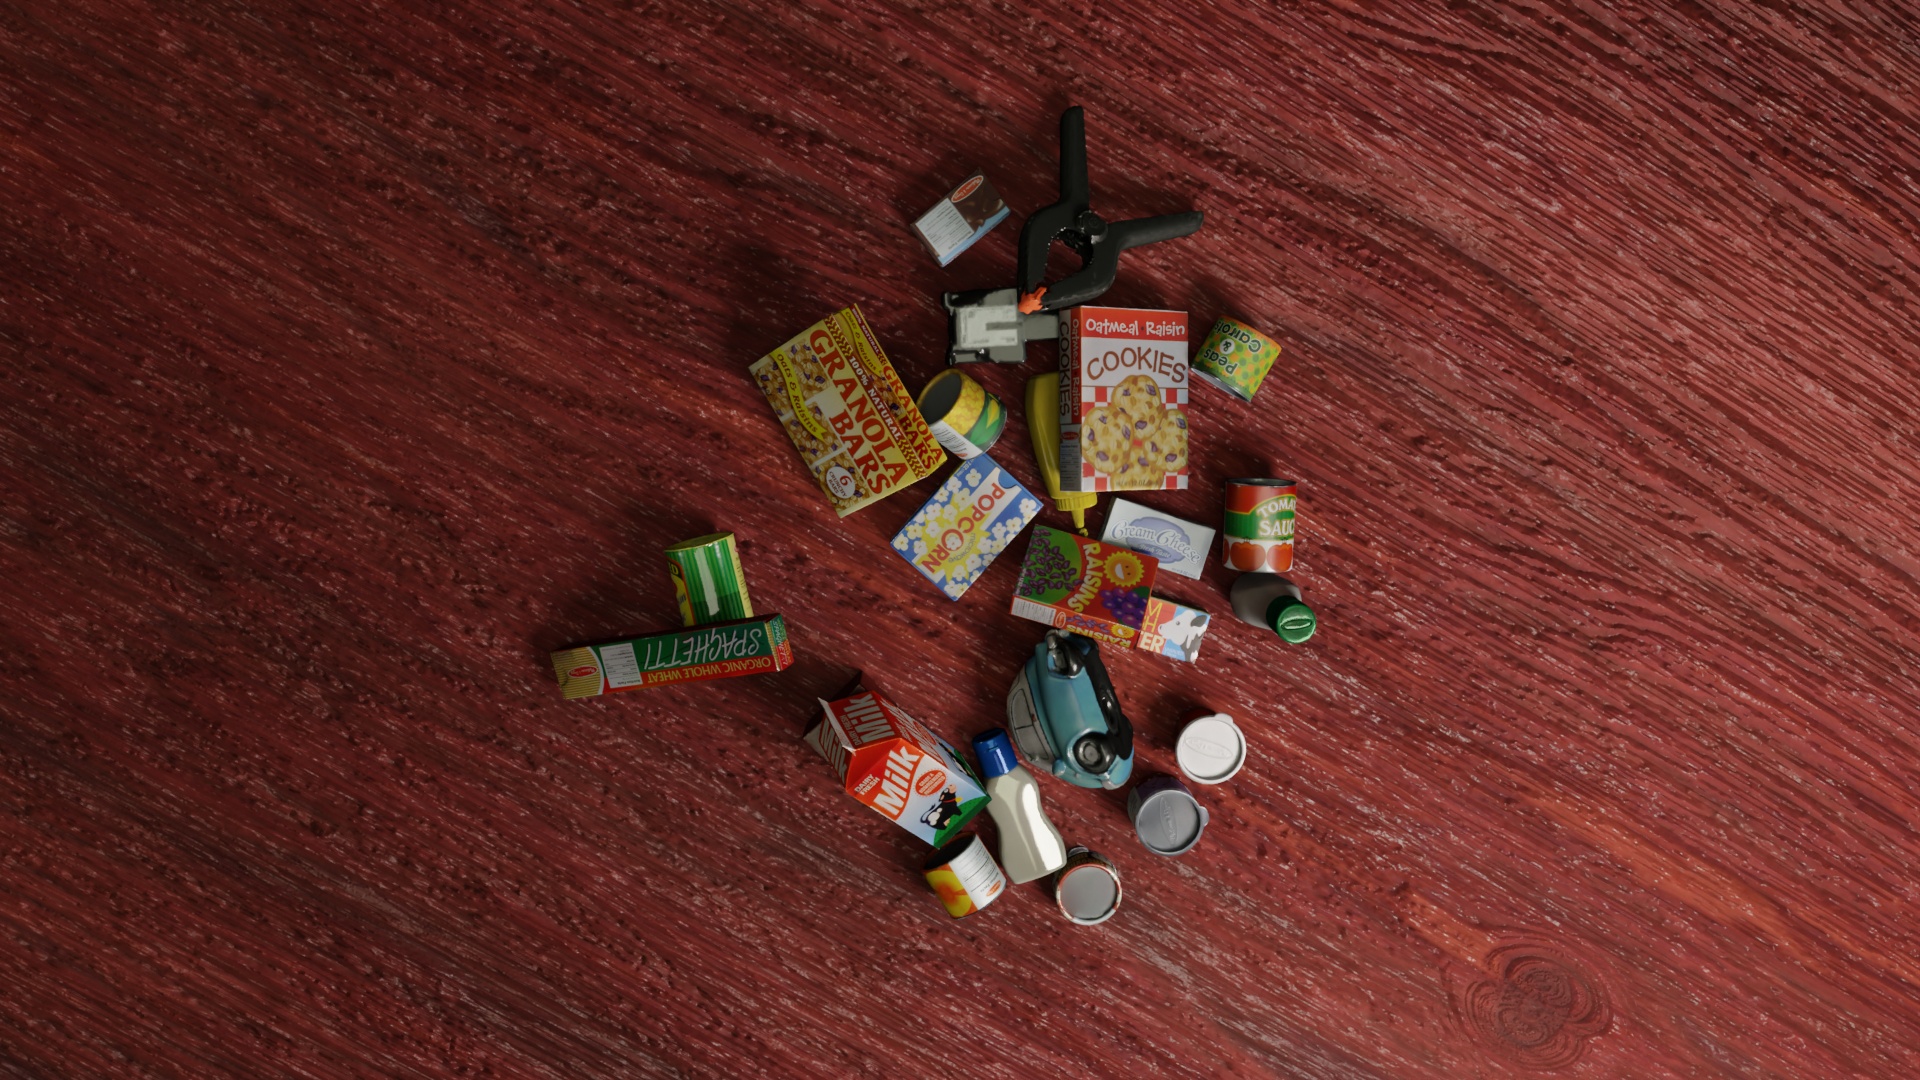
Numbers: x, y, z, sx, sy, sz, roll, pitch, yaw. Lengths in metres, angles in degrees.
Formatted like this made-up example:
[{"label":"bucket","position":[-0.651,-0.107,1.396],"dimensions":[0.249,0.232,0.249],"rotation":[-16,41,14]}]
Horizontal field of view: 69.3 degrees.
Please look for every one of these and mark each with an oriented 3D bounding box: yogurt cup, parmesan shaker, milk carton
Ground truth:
[{"label":"yogurt cup","position":[0.238,0.196,1.349],"dimensions":[0.072,0.054,0.072],"rotation":[0,98,-2]},{"label":"parmesan shaker","position":[-0.233,0.050,1.303],"dimensions":[0.071,0.071,0.103],"rotation":[-13,98,0]},{"label":"milk carton","position":[-0.062,0.206,1.284],"dimensions":[0.073,0.072,0.190],"rotation":[-44,131,5]}]

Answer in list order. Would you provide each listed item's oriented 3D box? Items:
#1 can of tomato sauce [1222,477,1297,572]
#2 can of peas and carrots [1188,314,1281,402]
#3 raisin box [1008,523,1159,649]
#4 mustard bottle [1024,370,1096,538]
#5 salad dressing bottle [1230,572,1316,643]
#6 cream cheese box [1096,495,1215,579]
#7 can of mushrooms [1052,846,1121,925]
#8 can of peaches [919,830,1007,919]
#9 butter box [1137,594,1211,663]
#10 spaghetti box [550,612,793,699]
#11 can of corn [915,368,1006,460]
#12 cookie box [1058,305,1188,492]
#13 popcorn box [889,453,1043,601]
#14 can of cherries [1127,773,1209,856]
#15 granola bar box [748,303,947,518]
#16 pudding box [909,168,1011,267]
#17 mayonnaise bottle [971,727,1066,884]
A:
[{"label":"can of tomato sauce","position":[0.284,-0.015,1.315],"dimensions":[0.071,0.071,0.083],"rotation":[1,98,-2]},{"label":"can of peas and carrots","position":[0.255,-0.170,1.293],"dimensions":[0.071,0.071,0.058],"rotation":[30,95,-6]},{"label":"raisin box","position":[0.116,0.043,1.302],"dimensions":[0.123,0.039,0.086],"rotation":[16,57,5]},{"label":"mustard bottle","position":[0.101,-0.080,1.309],"dimensions":[0.065,0.049,0.160],"rotation":[-10,99,-10]},{"label":"salad dressing bottle","position":[0.291,0.062,1.286],"dimensions":[0.064,0.148,0.044],"rotation":[-6,99,-1]},{"label":"cream cheese box","position":[0.187,-0.003,1.336],"dimensions":[0.104,0.024,0.053],"rotation":[17,95,-5]},{"label":"can of mushrooms","position":[0.125,0.342,1.375],"dimensions":[0.071,0.033,0.071],"rotation":[0,98,-1]},{"label":"can of peaches","position":[0.001,0.325,1.353],"dimensions":[0.071,0.071,0.058],"rotation":[-32,98,2]},{"label":"butter box","position":[0.185,0.080,1.347],"dimensions":[0.103,0.024,0.053],"rotation":[16,96,-5]},{"label":"spaghetti box","position":[-0.268,0.108,1.281],"dimensions":[0.250,0.029,0.050],"rotation":[-9,100,25]},{"label":"can of corn","position":[0.000,-0.119,1.283],"dimensions":[0.058,0.071,0.071],"rotation":[35,96,-35]},{"label":"cookie box","position":[0.150,-0.130,1.279],"dimensions":[0.123,0.040,0.167],"rotation":[-2,93,-30]},{"label":"popcorn box","position":[0.005,-0.017,1.320],"dimensions":[0.085,0.038,0.126],"rotation":[42,95,-6]},{"label":"can of cherries","position":[0.202,0.267,1.356],"dimensions":[0.071,0.058,0.071],"rotation":[0,97,-2]},{"label":"granola bar box","position":[-0.103,-0.117,1.270],"dimensions":[0.124,0.039,0.165],"rotation":[-24,100,40]},{"label":"pudding box","position":[0.000,-0.297,1.286],"dimensions":[0.083,0.030,0.049],"rotation":[-39,96,3]},{"label":"mayonnaise bottle","position":[0.052,0.257,1.358],"dimensions":[0.065,0.041,0.148],"rotation":[-20,97,-2]}]
